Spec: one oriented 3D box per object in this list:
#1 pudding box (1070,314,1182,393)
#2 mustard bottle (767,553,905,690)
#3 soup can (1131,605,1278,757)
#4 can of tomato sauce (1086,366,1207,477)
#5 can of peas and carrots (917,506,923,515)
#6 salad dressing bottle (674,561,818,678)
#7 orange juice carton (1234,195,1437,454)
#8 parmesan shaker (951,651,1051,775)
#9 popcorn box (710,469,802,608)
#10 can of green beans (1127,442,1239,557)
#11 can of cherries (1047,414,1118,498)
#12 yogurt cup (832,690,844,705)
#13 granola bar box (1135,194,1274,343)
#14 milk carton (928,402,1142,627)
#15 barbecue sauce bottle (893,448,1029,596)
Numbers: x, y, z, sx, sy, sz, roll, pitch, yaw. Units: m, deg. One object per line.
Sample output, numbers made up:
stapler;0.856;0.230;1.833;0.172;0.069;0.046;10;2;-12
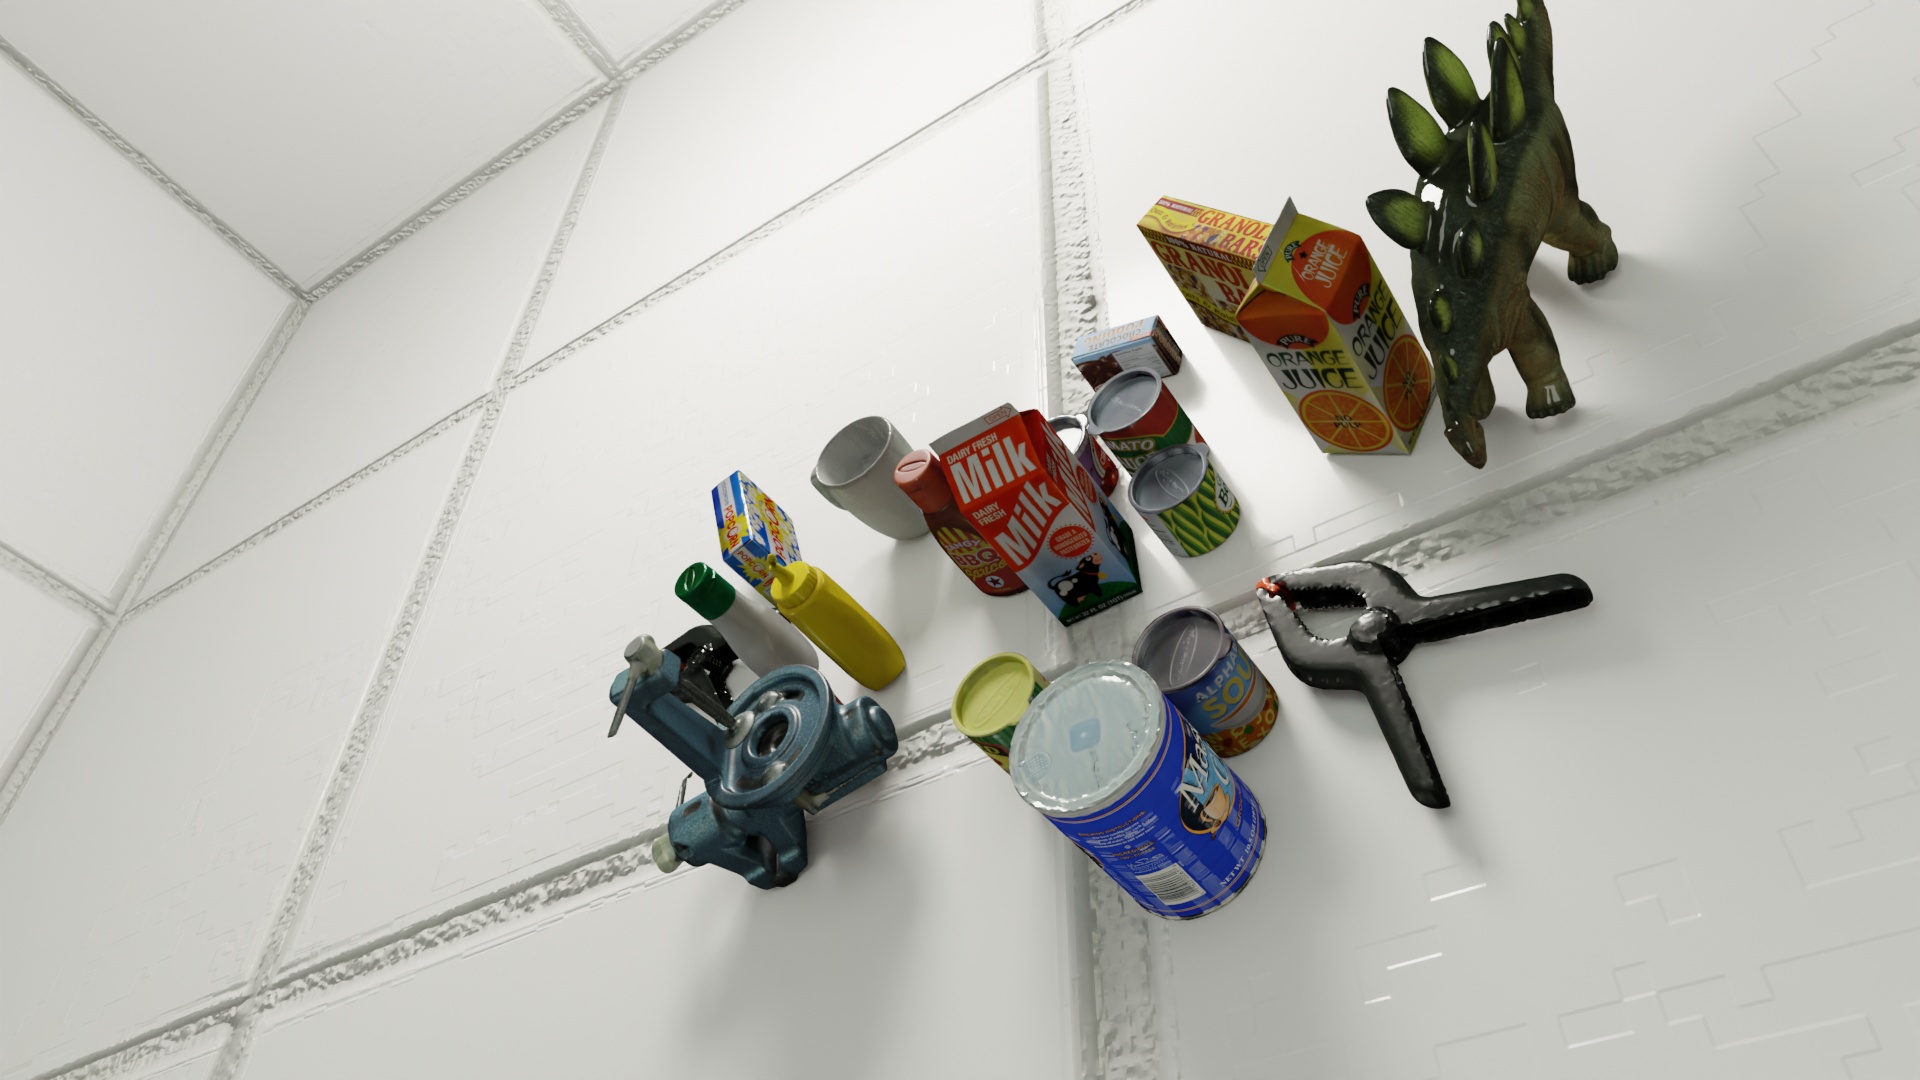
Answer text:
pudding box;0.145;-0.161;1.211;0.083;0.049;0.030;-12;46;35
mustard bottle;-0.109;0.060;1.130;0.049;0.160;0.065;-44;35;-1
soup can;0.162;0.093;0.903;0.071;0.083;0.072;-26;39;23
can of tomato sauce;0.148;-0.084;1.100;0.071;0.083;0.071;-26;39;23
can of peas and carrots;0.008;-0.029;1.197;0.071;0.058;0.071;-26;39;23
salad dressing bottle;-0.184;0.074;1.197;0.044;0.147;0.064;-29;38;19
orange juice carton;0.257;-0.146;0.966;0.073;0.192;0.072;4;56;46
parmesan shaker;0.051;0.133;0.951;0.071;0.103;0.072;-26;39;23
popcorn box;-0.194;-0.002;1.339;0.038;0.085;0.127;-36;36;10
can of green beans;0.169;-0.030;1.046;0.071;0.057;0.071;-26;39;23
can of cherries;0.091;-0.062;1.152;0.071;0.058;0.072;-26;39;23
yogurt cup;-0.114;0.157;1.126;0.072;0.054;0.073;-26;39;23
granola bar box;0.228;-0.209;1.117;0.039;0.124;0.166;-46;36;-4
milk carton;0.057;-0.027;1.034;0.072;0.190;0.074;-27;38;21
barbecue sauce bottle;0.004;-0.014;1.108;0.064;0.148;0.044;-11;46;37
